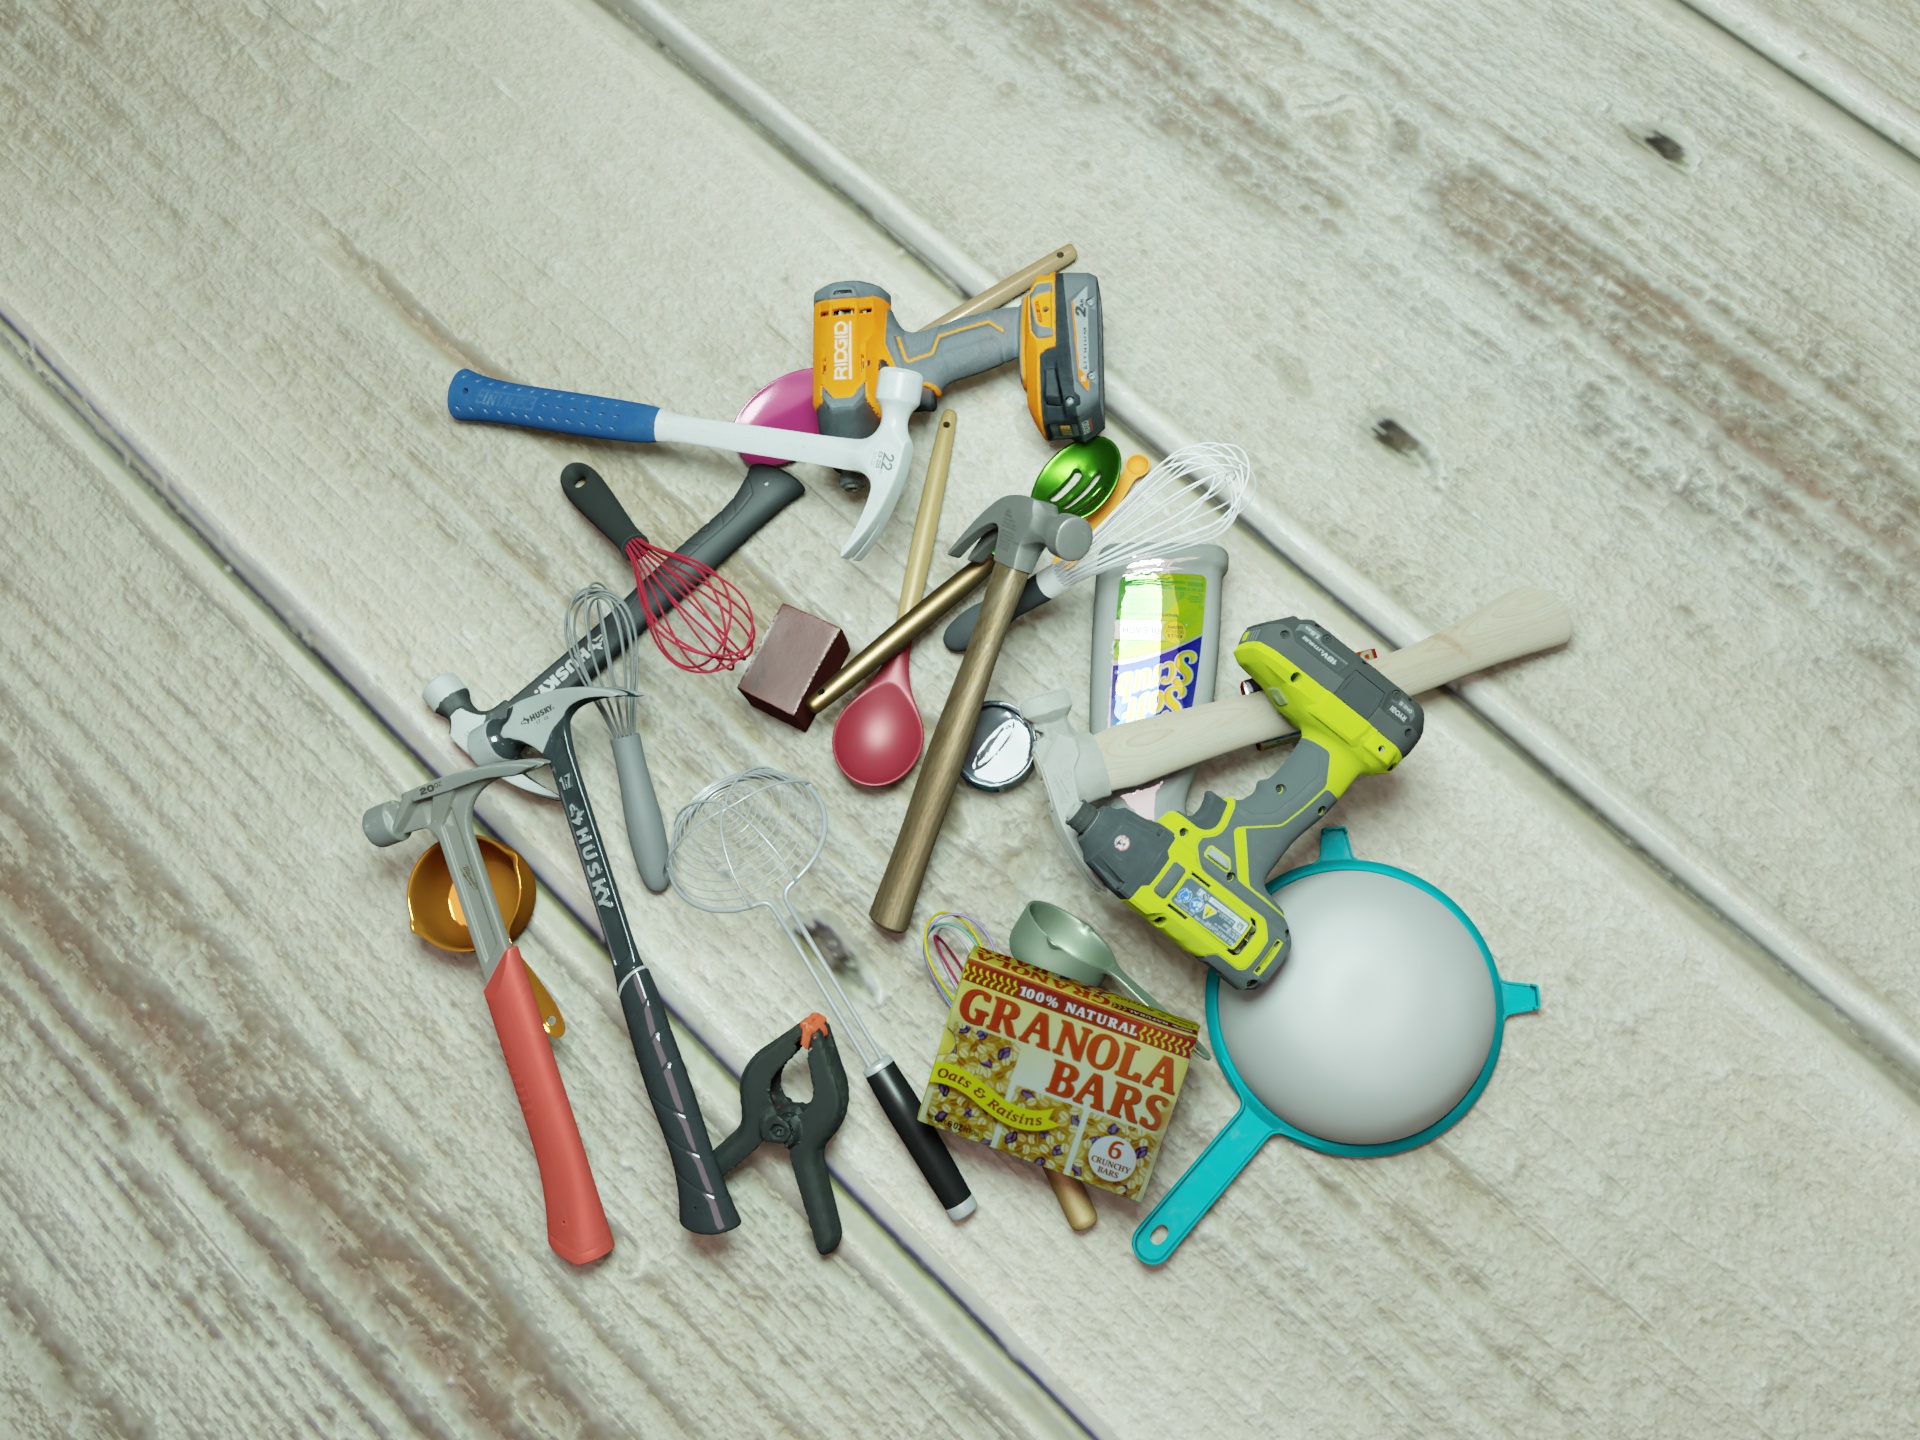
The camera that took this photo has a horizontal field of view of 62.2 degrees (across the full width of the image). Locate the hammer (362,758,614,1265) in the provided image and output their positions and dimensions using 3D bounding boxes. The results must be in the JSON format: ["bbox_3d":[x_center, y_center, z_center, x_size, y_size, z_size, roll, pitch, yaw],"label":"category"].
[{"bbox_3d":[-0.309,0.210,1.135,0.149,0.036,0.359,-18,91,18],"label":"hammer"}]

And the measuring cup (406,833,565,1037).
[{"bbox_3d":[-0.340,0.165,1.193,0.095,0.052,0.174,-36,81,-2],"label":"measuring cup"}]

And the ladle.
[{"bbox_3d":[-0.039,-0.098,1.238,0.069,0.031,0.315,11,76,1],"label":"ladle"}]

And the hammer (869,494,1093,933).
[{"bbox_3d":[-0.002,-0.004,1.152,0.031,0.130,0.331,14,101,-33],"label":"hammer"}]

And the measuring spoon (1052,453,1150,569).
[{"bbox_3d":[0.110,-0.161,1.248,0.021,0.011,0.117,36,86,19],"label":"measuring spoon"}]

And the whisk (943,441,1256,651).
[{"bbox_3d":[0.092,-0.115,1.154,0.284,0.070,0.070,-29,73,34],"label":"whisk"}]

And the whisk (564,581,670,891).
[{"bbox_3d":[-0.252,0.014,1.193,0.055,0.055,0.239,-11,96,3],"label":"whisk"}]

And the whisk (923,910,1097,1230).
[{"bbox_3d":[0.033,0.250,1.142,0.051,0.047,0.245,-29,79,17],"label":"whisk"}]

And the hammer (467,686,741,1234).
[{"bbox_3d":[-0.236,0.167,1.139,0.149,0.036,0.409,-25,80,26],"label":"hammer"}]

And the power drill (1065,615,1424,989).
[{"bbox_3d":[0.192,0.046,1.077,0.171,0.080,0.223,38,85,-5],"label":"power drill"}]

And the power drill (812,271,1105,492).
[{"bbox_3d":[-0.004,-0.261,1.230,0.226,0.084,0.164,-2,79,9],"label":"power drill"}]

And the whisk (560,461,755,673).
[{"bbox_3d":[-0.237,-0.122,1.203,0.073,0.073,0.296,-41,51,-5],"label":"whisk"}]

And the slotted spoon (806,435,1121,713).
[{"bbox_3d":[0.004,-0.109,1.217,0.314,0.031,0.070,-41,51,-11],"label":"slotted spoon"}]

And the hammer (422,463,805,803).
[{"bbox_3d":[-0.253,-0.079,1.249,0.335,0.035,0.146,-43,76,-5],"label":"hammer"}]

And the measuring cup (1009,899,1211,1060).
[{"bbox_3d":[0.103,0.194,1.128,0.168,0.083,0.038,40,106,16],"label":"measuring cup"}]

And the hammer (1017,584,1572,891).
[{"bbox_3d":[0.254,-0.004,1.144,0.410,0.038,0.146,-17,88,-9],"label":"hammer"}]

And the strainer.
[{"bbox_3d":[0.236,0.242,1.097,0.211,0.095,0.340,41,82,12],"label":"strainer"}]

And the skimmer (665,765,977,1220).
[{"bbox_3d":[-0.092,0.199,1.172,0.127,0.090,0.363,-31,86,-6],"label":"skimmer"}]

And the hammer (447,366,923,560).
[{"bbox_3d":[-0.226,-0.222,1.237,0.405,0.035,0.144,12,94,20],"label":"hammer"}]

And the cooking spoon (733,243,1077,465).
[{"bbox_3d":[-0.043,-0.301,1.289,0.319,0.017,0.069,-31,76,-2],"label":"cooking spoon"}]
